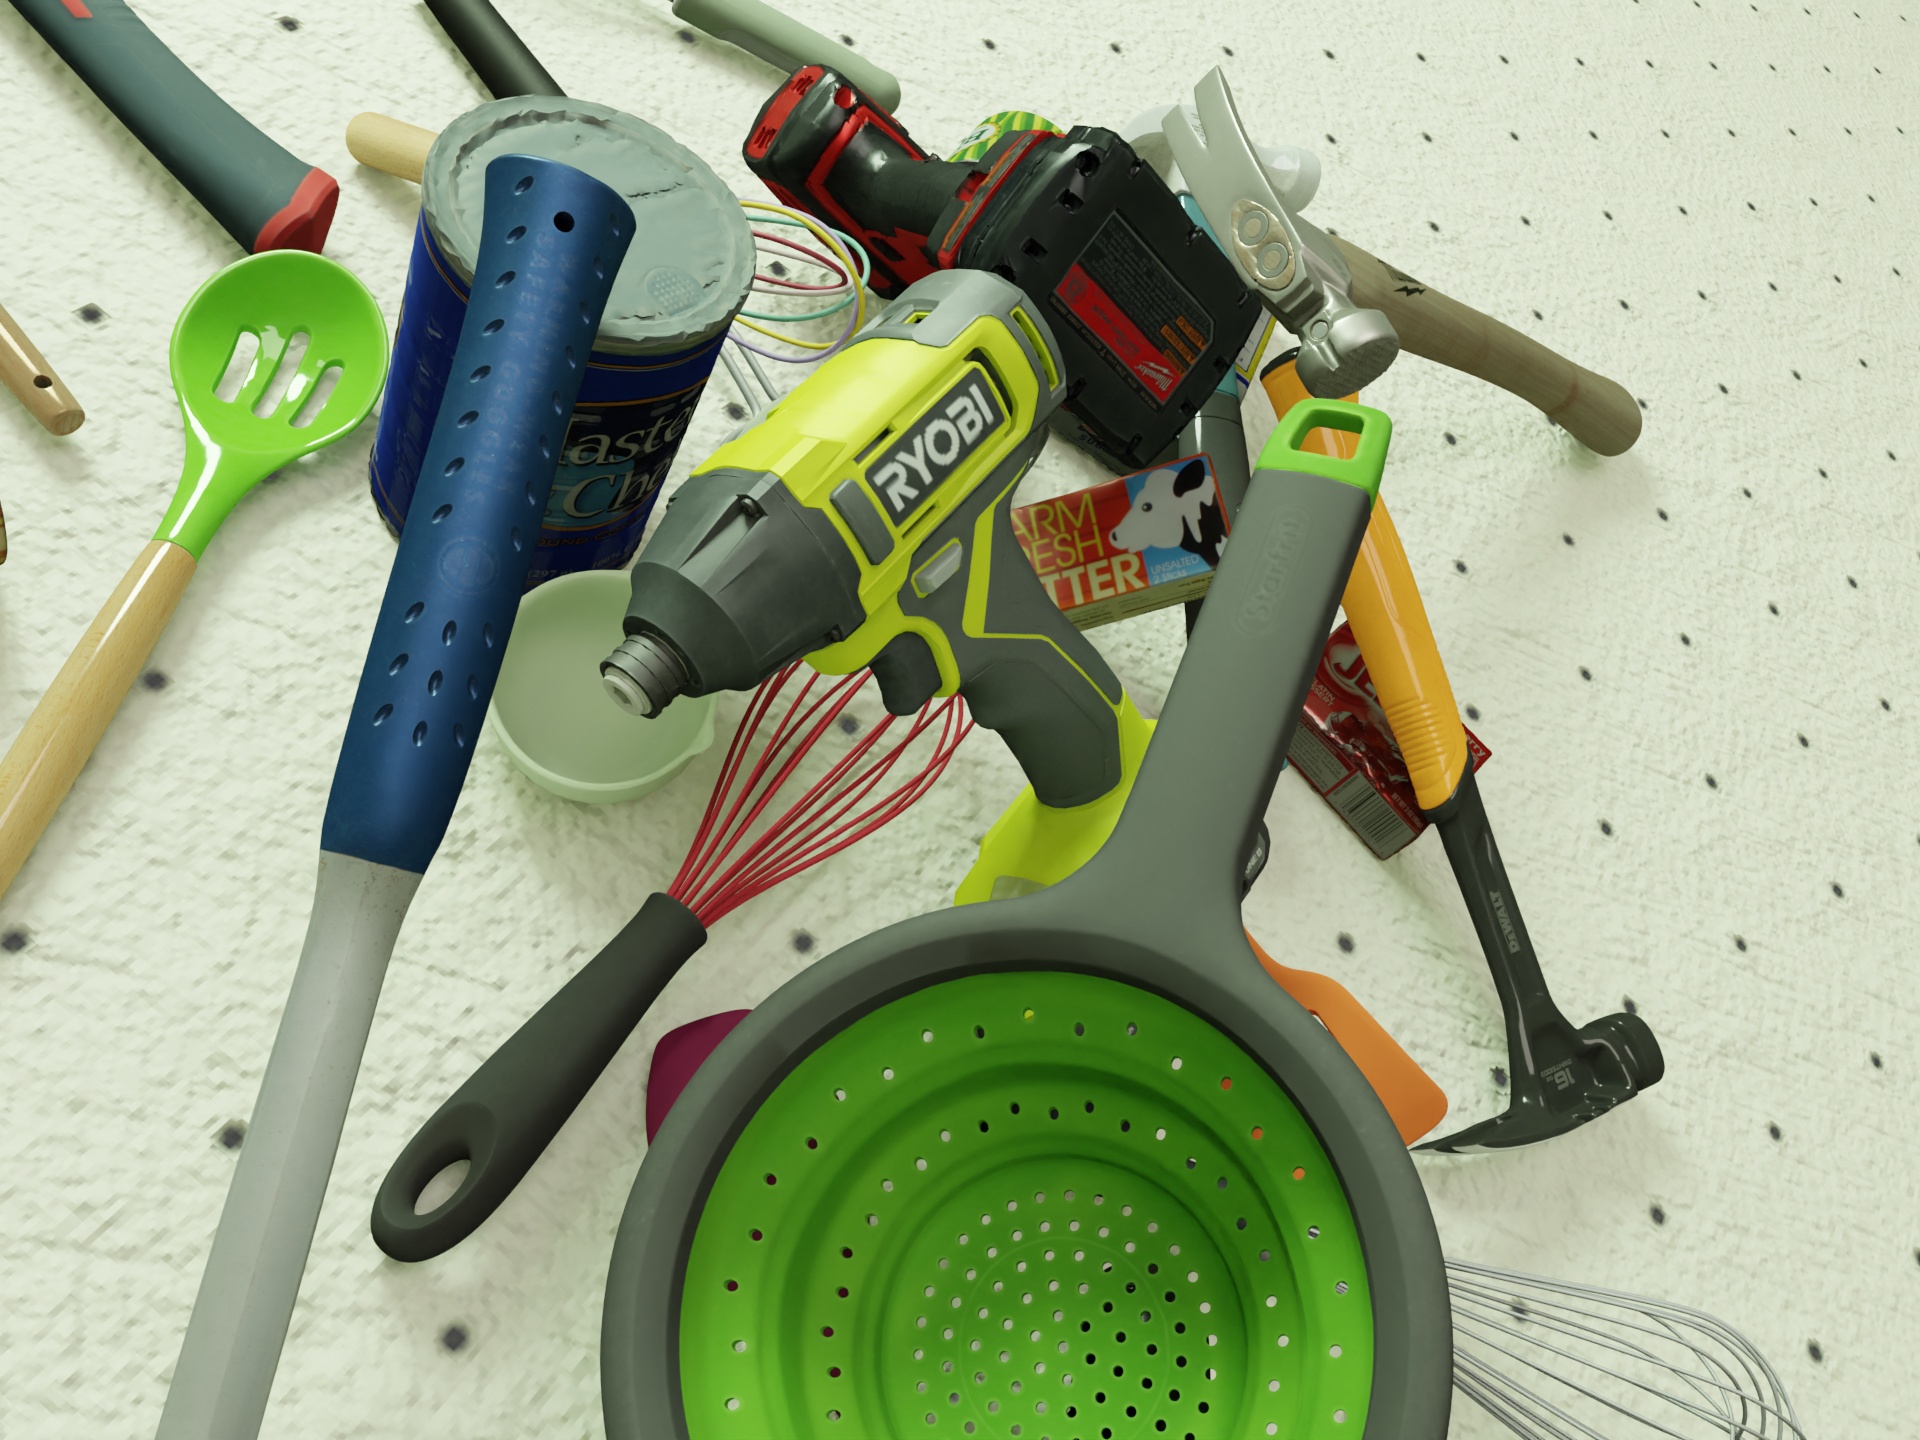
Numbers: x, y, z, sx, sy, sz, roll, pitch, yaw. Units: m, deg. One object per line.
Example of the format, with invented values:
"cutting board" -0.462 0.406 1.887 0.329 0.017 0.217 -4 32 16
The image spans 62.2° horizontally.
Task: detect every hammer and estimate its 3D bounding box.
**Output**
"hammer" 0.240 -0.191 0.768 0.410 0.038 0.146 1 58 -50
"hammer" 0.185 0.004 0.650 0.127 0.034 0.337 -11 79 -34
"hammer" -0.384 -0.303 0.597 0.386 0.038 0.143 46 52 6
"hammer" 0.111 -0.126 0.692 0.128 0.033 0.331 9 68 -25
"hammer" -0.146 0.048 0.403 0.144 0.035 0.406 17 77 -21

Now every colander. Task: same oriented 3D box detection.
"colander" 0.050 0.088 0.443 0.204 0.094 0.397 15 67 21

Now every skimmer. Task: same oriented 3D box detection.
"skimmer" -0.111 -0.208 0.644 0.127 0.090 0.363 -30 77 -39

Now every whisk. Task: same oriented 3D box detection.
"whisk" -0.140 -0.351 0.757 0.246 0.058 0.059 23 86 -17
"whisk" -0.137 -0.193 0.597 0.245 0.047 0.051 24 77 20
"whisk" 0.132 0.181 0.512 0.284 0.070 0.070 23 50 9
"whisk" -0.079 0.051 0.517 0.073 0.073 0.296 40 56 0

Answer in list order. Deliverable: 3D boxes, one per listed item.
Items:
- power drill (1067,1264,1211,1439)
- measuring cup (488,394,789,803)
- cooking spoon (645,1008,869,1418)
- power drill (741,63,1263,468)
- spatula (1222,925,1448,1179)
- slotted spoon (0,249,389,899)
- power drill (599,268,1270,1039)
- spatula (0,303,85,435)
"power drill" 0.124 0.271 0.464 0.226 0.080 0.188 21 40 -11
"measuring cup" -0.099 -0.045 0.553 0.083 0.038 0.168 31 67 -2
"cooking spoon" -0.014 0.230 0.459 0.068 0.017 0.319 -12 66 -36
"power drill" 0.011 -0.187 0.642 0.143 0.078 0.220 34 5 -42
"spatula" 0.071 0.027 0.617 0.081 0.041 0.323 -30 67 7
"slotted spoon" -0.260 -0.033 0.496 0.070 0.031 0.314 21 54 -14
"power drill" -0.001 -0.002 0.499 0.171 0.080 0.223 -48 122 -27
"spatula" -0.399 -0.211 0.542 0.316 0.018 0.060 47 55 8
